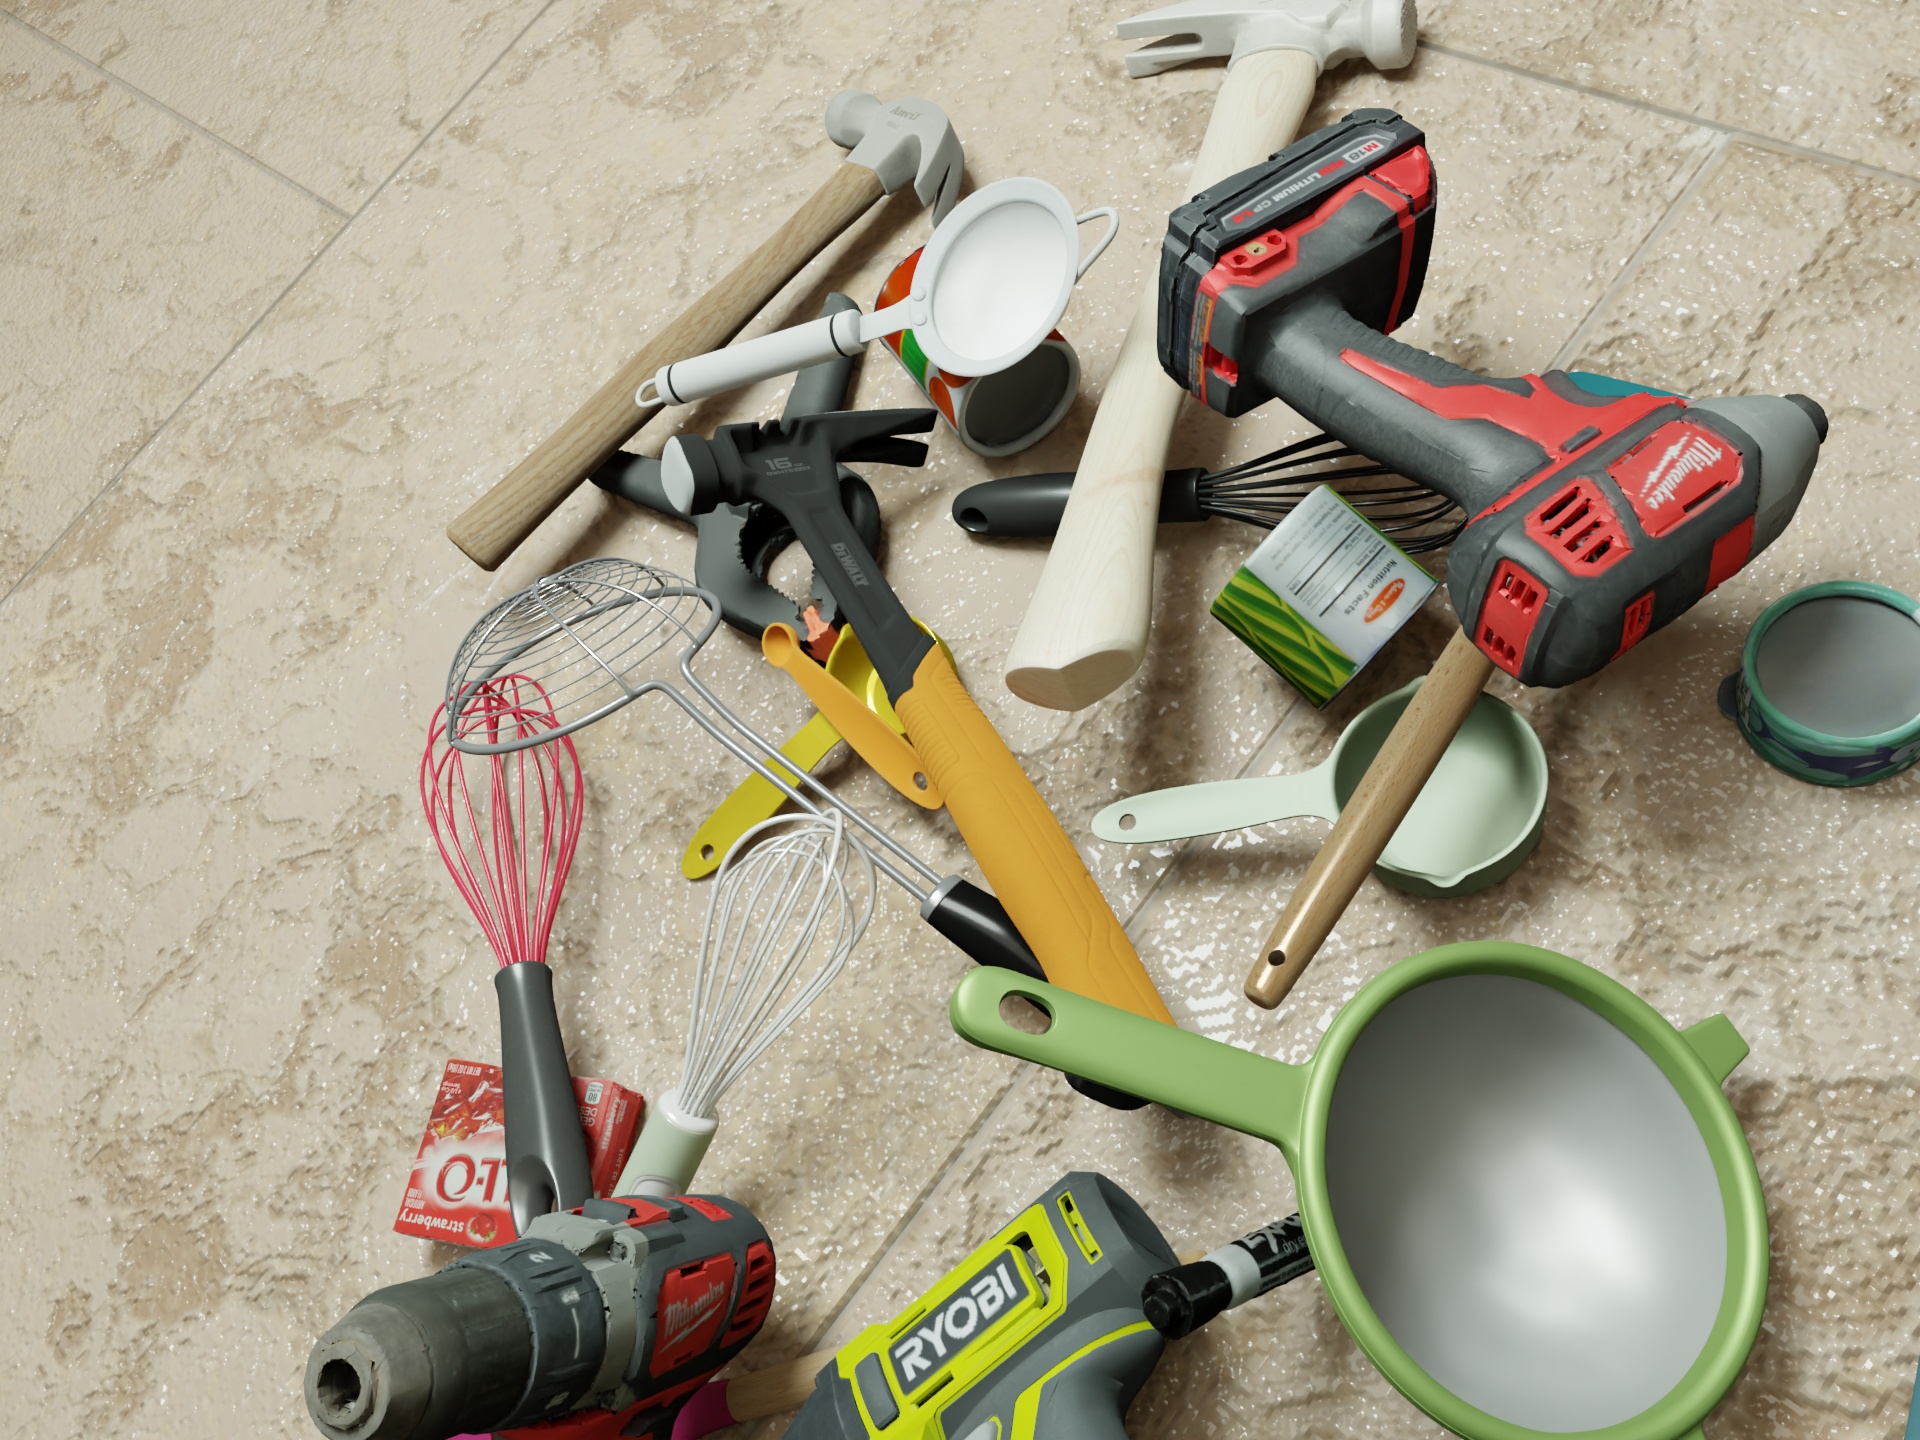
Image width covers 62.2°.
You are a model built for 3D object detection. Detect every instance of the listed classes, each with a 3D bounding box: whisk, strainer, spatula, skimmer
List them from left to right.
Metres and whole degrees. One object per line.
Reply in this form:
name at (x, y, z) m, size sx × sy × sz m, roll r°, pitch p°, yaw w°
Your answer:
whisk at (-0.186, 0.091, 0.669) m, size 0.073 × 0.073 × 0.296 m, roll -26°, pitch 52°, yaw 8°
whisk at (-0.097, 0.139, 0.590) m, size 0.246 × 0.057 × 0.059 m, roll -63°, pitch 17°, yaw 14°
skimmer at (-0.059, 0.049, 0.644) m, size 0.363 × 0.090 × 0.127 m, roll 36°, pitch 54°, yaw 15°
strainer at (-0.040, -0.172, 0.697) m, size 0.258 × 0.050 × 0.087 m, roll -9°, pitch 73°, yaw 28°
whisk at (0.103, -0.094, 0.674) m, size 0.239 × 0.055 × 0.055 m, roll 1°, pitch 65°, yaw 29°
strainer at (0.114, 0.133, 0.493) m, size 0.256 × 0.069 × 0.152 m, roll 19°, pitch 62°, yaw -2°
spatula at (0.190, -0.023, 0.571) m, size 0.082 × 0.044 × 0.317 m, roll 26°, pitch 68°, yaw 30°

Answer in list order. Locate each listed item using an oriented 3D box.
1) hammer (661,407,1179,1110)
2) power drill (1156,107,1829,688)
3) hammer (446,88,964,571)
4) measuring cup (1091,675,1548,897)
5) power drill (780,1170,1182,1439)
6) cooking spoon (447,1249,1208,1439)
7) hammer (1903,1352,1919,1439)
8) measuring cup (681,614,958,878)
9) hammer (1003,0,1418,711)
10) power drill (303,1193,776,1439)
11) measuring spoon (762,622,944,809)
hammer at (-0.001, -0.002, 0.622) m, size 0.127 × 0.034 × 0.337 m, roll -13°, pitch 55°, yaw -27°
power drill at (0.182, -0.118, 0.558) m, size 0.143 × 0.078 × 0.220 m, roll -32°, pitch 58°, yaw -16°
hammer at (-0.125, -0.197, 0.797) m, size 0.331 × 0.031 × 0.130 m, roll -46°, pitch 45°, yaw -10°
measuring cup at (0.134, 0.035, 0.598) m, size 0.167 × 0.038 × 0.083 m, roll -9°, pitch 62°, yaw 20°
power drill at (0.025, 0.265, 0.459) m, size 0.171 × 0.080 × 0.223 m, roll -41°, pitch 37°, yaw 5°
cooking spoon at (-0.059, 0.243, 0.582) m, size 0.319 × 0.017 × 0.069 m, roll -20°, pitch 73°, yaw 12°
hammer at (0.308, 0.110, 0.470) m, size 0.128 × 0.033 × 0.331 m, roll 21°, pitch 67°, yaw 5°
measuring cup at (-0.063, 0.017, 0.701) m, size 0.156 × 0.029 × 0.062 m, roll -44°, pitch 64°, yaw 11°
hammer at (0.087, -0.181, 0.691) m, size 0.146 × 0.038 × 0.411 m, roll 6°, pitch 58°, yaw 27°
power drill at (-0.133, 0.264, 0.484) m, size 0.080 × 0.187 × 0.227 m, roll 4°, pitch 83°, yaw 24°
measuring spoon at (-0.044, -0.003, 0.673) m, size 0.117 × 0.011 × 0.021 m, roll 43°, pitch 123°, yaw 23°
